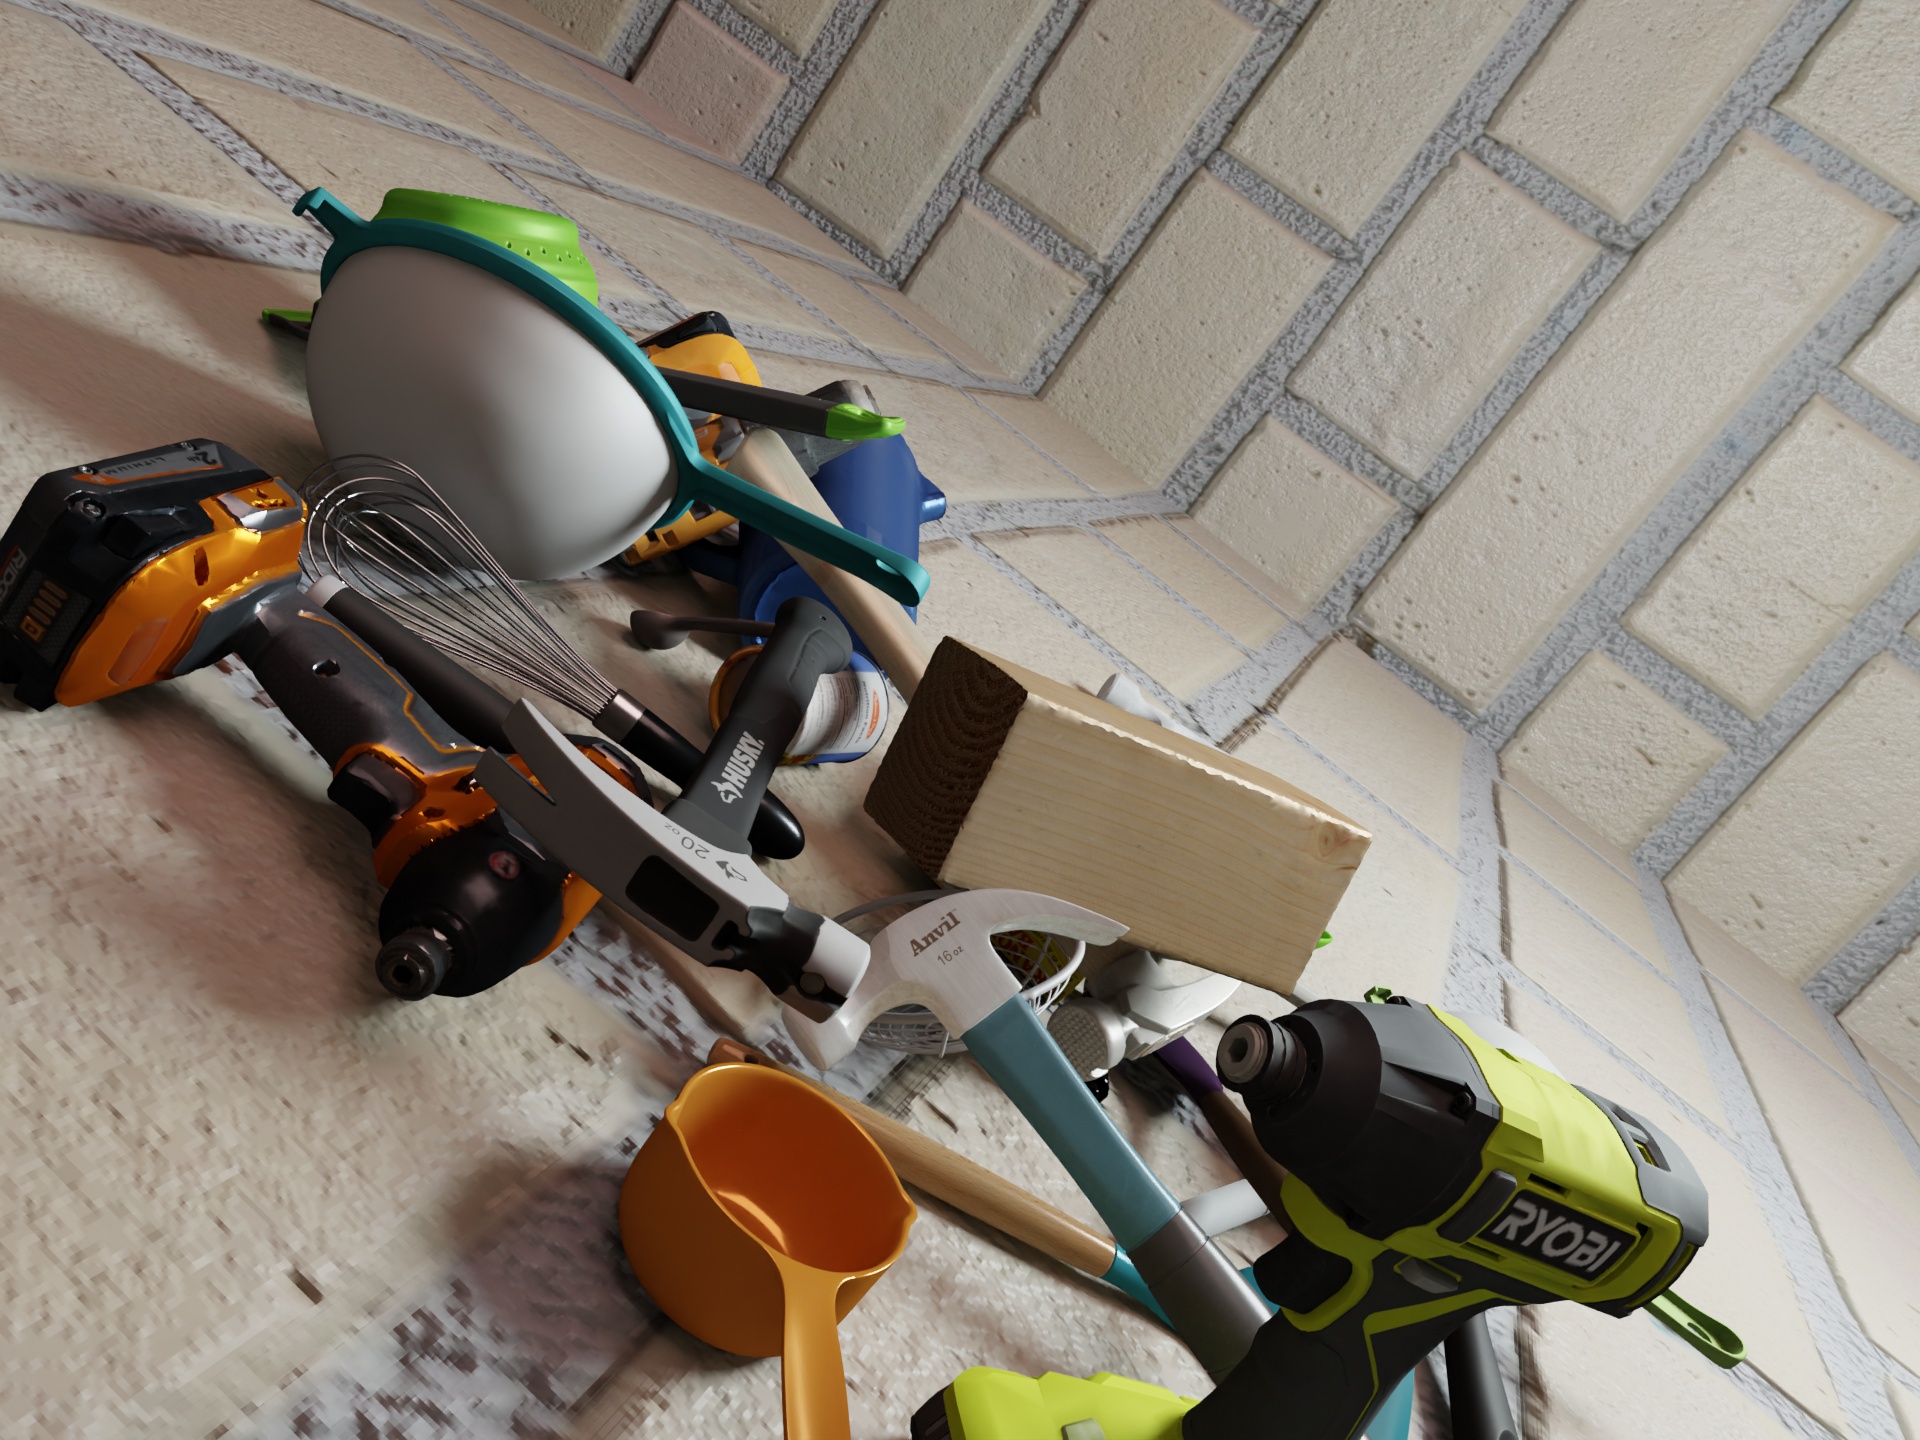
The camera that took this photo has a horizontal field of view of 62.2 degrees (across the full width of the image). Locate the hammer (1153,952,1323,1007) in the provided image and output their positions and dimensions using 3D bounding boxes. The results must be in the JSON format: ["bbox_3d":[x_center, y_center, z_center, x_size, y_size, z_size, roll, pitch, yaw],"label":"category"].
[{"bbox_3d":[0.282,0.216,0.982,0.358,0.037,0.149,34,-14,-21],"label":"hammer"}]

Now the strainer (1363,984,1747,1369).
[{"bbox_3d":[0.311,0.233,0.809,0.256,0.069,0.151,38,30,1],"label":"strainer"}]

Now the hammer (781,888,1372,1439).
[{"bbox_3d":[0.080,0.204,0.600,0.331,0.128,0.033,52,-19,9],"label":"hammer"}]

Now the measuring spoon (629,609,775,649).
[{"bbox_3d":[-0.133,-0.045,0.870,0.124,0.018,0.034,5,-15,34],"label":"measuring spoon"}]

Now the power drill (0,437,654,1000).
[{"bbox_3d":[-0.227,0.005,0.566,0.226,0.084,0.164,39,18,-6],"label":"power drill"}]

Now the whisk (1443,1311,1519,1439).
[{"bbox_3d":[0.248,0.280,0.801,0.073,0.073,0.296,34,24,-7],"label":"whisk"}]

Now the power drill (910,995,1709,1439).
[{"bbox_3d":[0.090,0.181,0.472,0.171,0.223,0.080,27,20,-28],"label":"power drill"}]

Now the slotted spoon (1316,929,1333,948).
[{"bbox_3d":[0.149,0.070,1.191,0.314,0.031,0.070,43,18,25],"label":"slotted spoon"}]

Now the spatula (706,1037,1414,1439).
[{"bbox_3d":[0.043,0.199,0.636,0.317,0.044,0.082,31,45,-13],"label":"spatula"}]

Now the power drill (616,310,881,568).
[{"bbox_3d":[-0.158,-0.196,1.040,0.084,0.185,0.226,65,-3,-34],"label":"power drill"}]

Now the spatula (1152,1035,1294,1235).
[{"bbox_3d":[0.126,0.191,0.751,0.059,0.018,0.316,32,4,-12],"label":"spatula"}]

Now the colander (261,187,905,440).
[{"bbox_3d":[-0.213,-0.242,0.927,0.397,0.094,0.204,15,15,16],"label":"colander"}]

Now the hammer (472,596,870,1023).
[{"bbox_3d":[-0.091,0.002,0.674,0.146,0.035,0.335,34,17,-9],"label":"hammer"}]

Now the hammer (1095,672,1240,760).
[{"bbox_3d":[0.185,0.053,1.209,0.144,0.035,0.406,35,11,-8],"label":"hammer"}]

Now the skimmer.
[{"bbox_3d":[-0.117,0.028,0.690,0.363,0.090,0.127,36,20,-3],"label":"skimmer"}]

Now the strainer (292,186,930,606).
[{"bbox_3d":[-0.185,-0.108,0.782,0.340,0.095,0.210,25,-27,4],"label":"strainer"}]

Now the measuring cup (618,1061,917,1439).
[{"bbox_3d":[-0.060,0.181,0.479,0.095,0.052,0.174,29,21,-24],"label":"measuring cup"}]

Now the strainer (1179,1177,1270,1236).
[{"bbox_3d":[0.149,0.229,0.770,0.258,0.050,0.087,6,38,-52],"label":"strainer"}]

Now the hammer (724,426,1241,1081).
[{"bbox_3d":[-0.001,-0.003,0.857,0.146,0.038,0.411,-12,60,-49],"label":"hammer"}]

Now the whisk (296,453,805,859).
[{"bbox_3d":[-0.186,-0.022,0.747,0.284,0.070,0.070,38,17,-13],"label":"whisk"}]
